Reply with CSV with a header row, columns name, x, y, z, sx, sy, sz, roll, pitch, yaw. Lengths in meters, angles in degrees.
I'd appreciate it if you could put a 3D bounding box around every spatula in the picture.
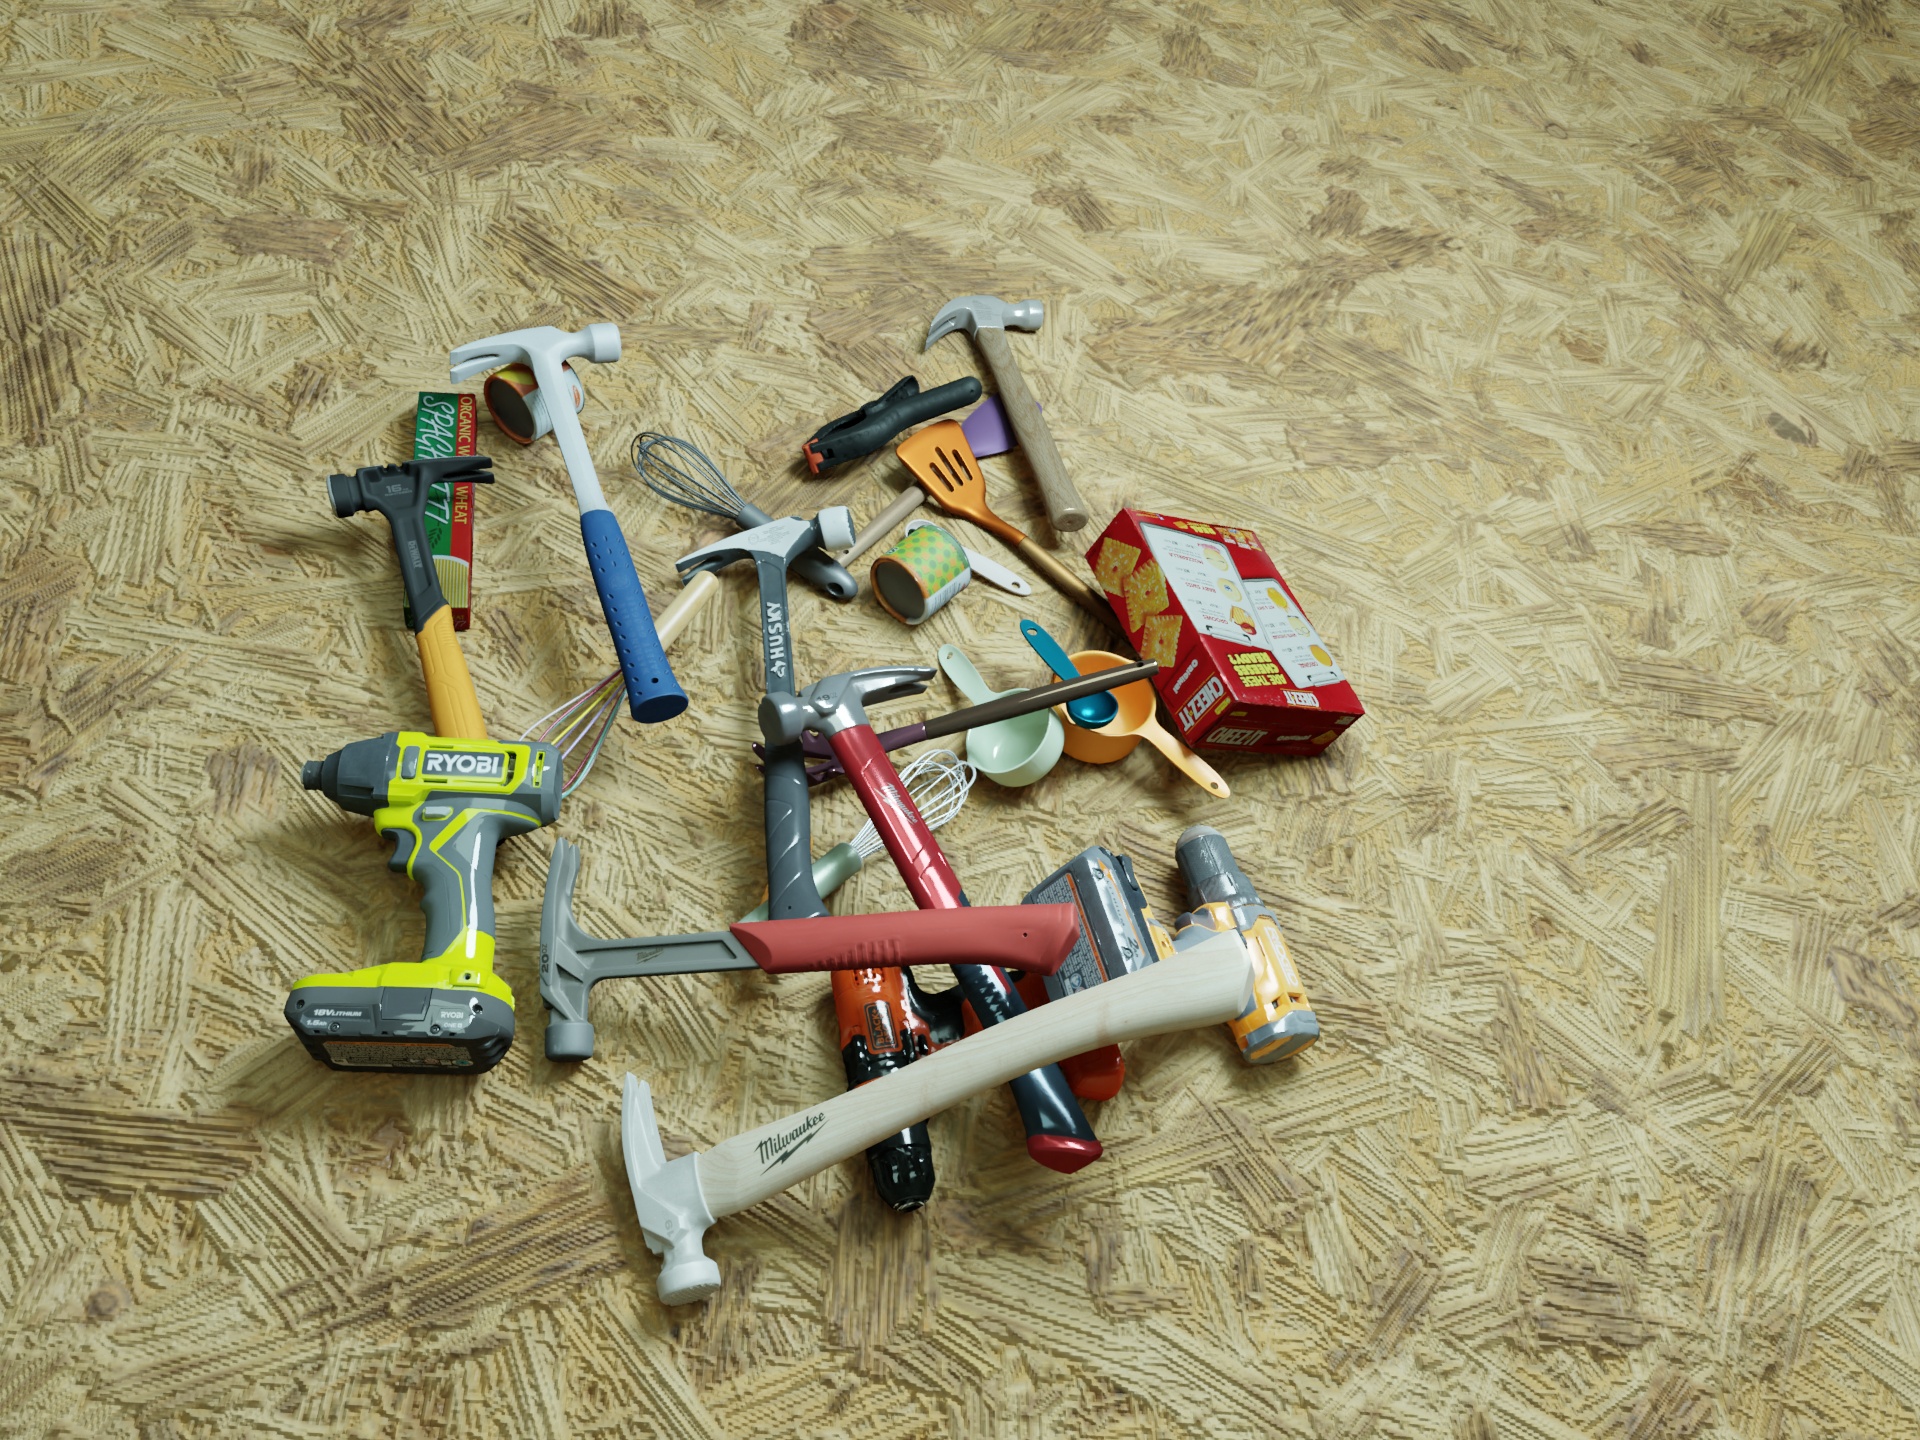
name,x,y,z,sx,sy,sz,roll,pitch,yaw
spatula,0.074,-0.148,1.405,0.323,0.041,0.081,42,54,17
spatula,-0.019,-0.223,1.455,0.060,0.018,0.316,34,52,14

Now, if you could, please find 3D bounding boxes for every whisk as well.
name,x,y,z,sx,sy,sz,roll,pitch,yaw
whisk,-0.258,-0.028,1.204,0.051,0.047,0.245,19,57,27
whisk,-0.186,-0.173,1.362,0.239,0.055,0.055,35,53,8
whisk,-0.077,0.095,1.176,0.059,0.057,0.246,12,39,43

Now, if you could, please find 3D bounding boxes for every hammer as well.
name,x,y,z,sx,sy,sz,roll,pitch,yaw
hammer,-0.385,-0.057,1.199,0.127,0.034,0.337,-12,65,-18
hammer,0.002,0.125,1.095,0.143,0.038,0.387,-14,62,-34
hammer,0.054,-0.297,1.503,0.130,0.031,0.332,-3,49,-18
hammer,-0.103,0.138,1.043,0.359,0.036,0.149,-5,71,9
hammer,-0.140,-0.004,1.203,0.149,0.036,0.409,-12,51,4
hammer,-0.295,-0.167,1.251,0.144,0.035,0.406,-11,57,-22
hammer,-0.016,0.216,0.989,0.410,0.038,0.146,-24,60,3

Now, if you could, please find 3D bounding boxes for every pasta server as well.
name,x,y,z,sx,sy,sz,roll,pitch,yaw
pasta server,-0.002,-0.004,1.219,0.316,0.040,0.060,-16,50,1

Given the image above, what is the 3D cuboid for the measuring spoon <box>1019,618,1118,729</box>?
name,x,y,z,sx,sy,sz,roll,pitch,yaw
measuring spoon,0.081,-0.035,1.273,0.042,0.021,0.129,-16,49,-24

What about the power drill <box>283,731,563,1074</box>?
name,x,y,z,sx,sy,sz,roll,pitch,yaw
power drill,-0.363,0.114,1.054,0.171,0.080,0.223,3,60,-7

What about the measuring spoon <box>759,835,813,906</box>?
name,x,y,z,sx,sy,sz,roll,pitch,yaw
measuring spoon,-0.134,0.126,1.165,0.021,0.011,0.117,26,48,-3

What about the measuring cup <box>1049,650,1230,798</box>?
name,x,y,z,sx,sy,sz,roll,pitch,yaw
measuring cup,0.142,0.018,1.287,0.174,0.052,0.095,40,54,15

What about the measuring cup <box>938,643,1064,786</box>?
name,x,y,z,sx,sy,sz,roll,pitch,yaw
measuring cup,0.027,-0.009,1.287,0.083,0.038,0.168,-42,43,4

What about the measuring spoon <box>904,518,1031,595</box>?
name,x,y,z,sx,sy,sz,roll,pitch,yaw
measuring spoon,0.005,-0.138,1.401,0.124,0.018,0.034,28,52,0

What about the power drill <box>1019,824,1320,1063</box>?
name,x,y,z,sx,sy,sz,roll,pitch,yaw
power drill,0.148,0.146,1.128,0.226,0.084,0.186,14,46,-42
